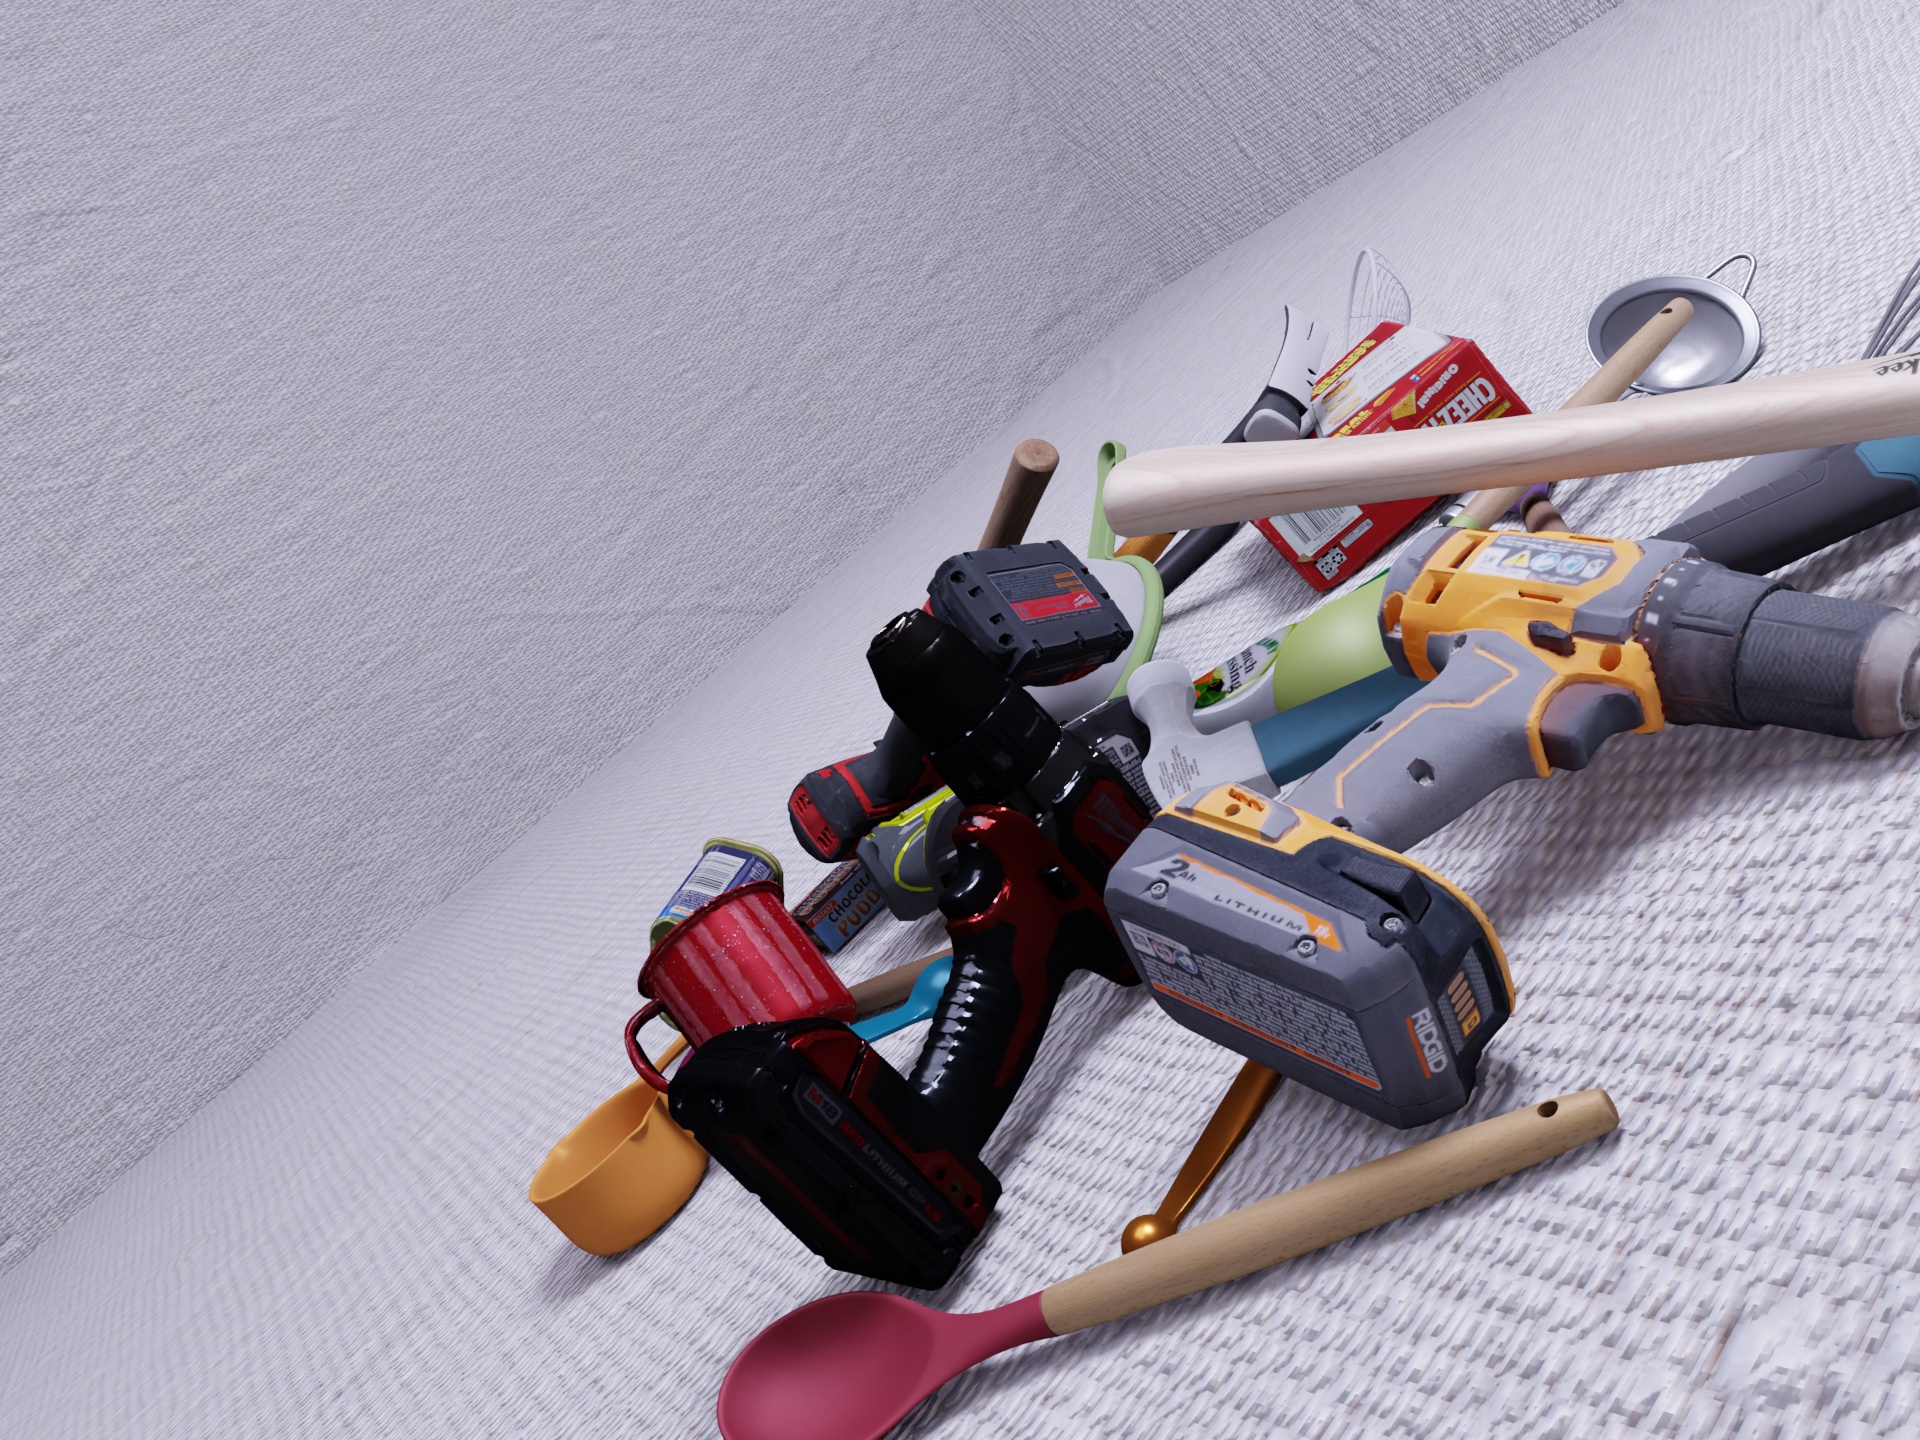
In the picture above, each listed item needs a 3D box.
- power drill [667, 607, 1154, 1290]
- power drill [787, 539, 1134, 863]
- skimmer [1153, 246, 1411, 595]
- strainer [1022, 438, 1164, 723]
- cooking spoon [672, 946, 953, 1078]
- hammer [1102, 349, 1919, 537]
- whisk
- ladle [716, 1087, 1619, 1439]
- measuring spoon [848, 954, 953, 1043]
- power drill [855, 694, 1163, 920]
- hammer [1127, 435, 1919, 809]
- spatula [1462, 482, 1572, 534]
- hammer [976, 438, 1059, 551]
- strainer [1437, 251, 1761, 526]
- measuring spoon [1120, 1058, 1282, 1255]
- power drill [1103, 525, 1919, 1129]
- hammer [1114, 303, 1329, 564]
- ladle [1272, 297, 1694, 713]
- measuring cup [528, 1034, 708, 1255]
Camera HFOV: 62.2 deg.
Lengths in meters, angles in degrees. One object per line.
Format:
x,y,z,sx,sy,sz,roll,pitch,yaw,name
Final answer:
-0.013,0.083,0.629,0.227,0.187,0.080,-50,16,-30,power drill
-0.002,-0.003,0.952,0.143,0.079,0.219,-14,-30,-46,power drill
0.242,-0.234,1.270,0.363,0.090,0.127,-44,-19,-17,skimmer
0.069,-0.097,1.061,0.151,0.069,0.257,-33,39,50,strainer
-0.063,0.156,0.875,0.319,0.017,0.069,-27,23,38,cooking spoon
0.241,-0.099,0.564,0.411,0.038,0.146,-4,26,29,hammer
0.363,-0.128,0.655,0.239,0.055,0.055,-42,12,-1,whisk
0.049,0.173,0.490,0.315,0.031,0.069,-30,24,25,ladle
-0.040,0.138,0.756,0.128,0.021,0.042,-17,17,-28,measuring spoon
0.038,0.046,0.831,0.171,0.080,0.223,-32,4,-9,power drill
0.225,-0.034,0.634,0.331,0.033,0.128,-27,48,19,hammer
0.294,-0.101,0.810,0.060,0.018,0.316,-36,11,22,spatula
-0.003,-0.051,1.082,0.130,0.031,0.331,-59,-6,-48,hammer
0.328,-0.160,0.831,0.258,0.087,0.050,-38,-33,-17,strainer
0.087,0.137,0.541,0.117,0.011,0.021,-46,15,-34,measuring spoon
0.179,0.021,0.512,0.226,0.084,0.185,-43,34,-23,power drill
0.141,-0.140,1.109,0.336,0.034,0.127,-50,13,49,hammer
0.263,-0.100,0.767,0.320,0.062,0.078,-43,34,-19,ladle
-0.154,0.212,0.857,0.095,0.052,0.174,-26,15,44,measuring cup
